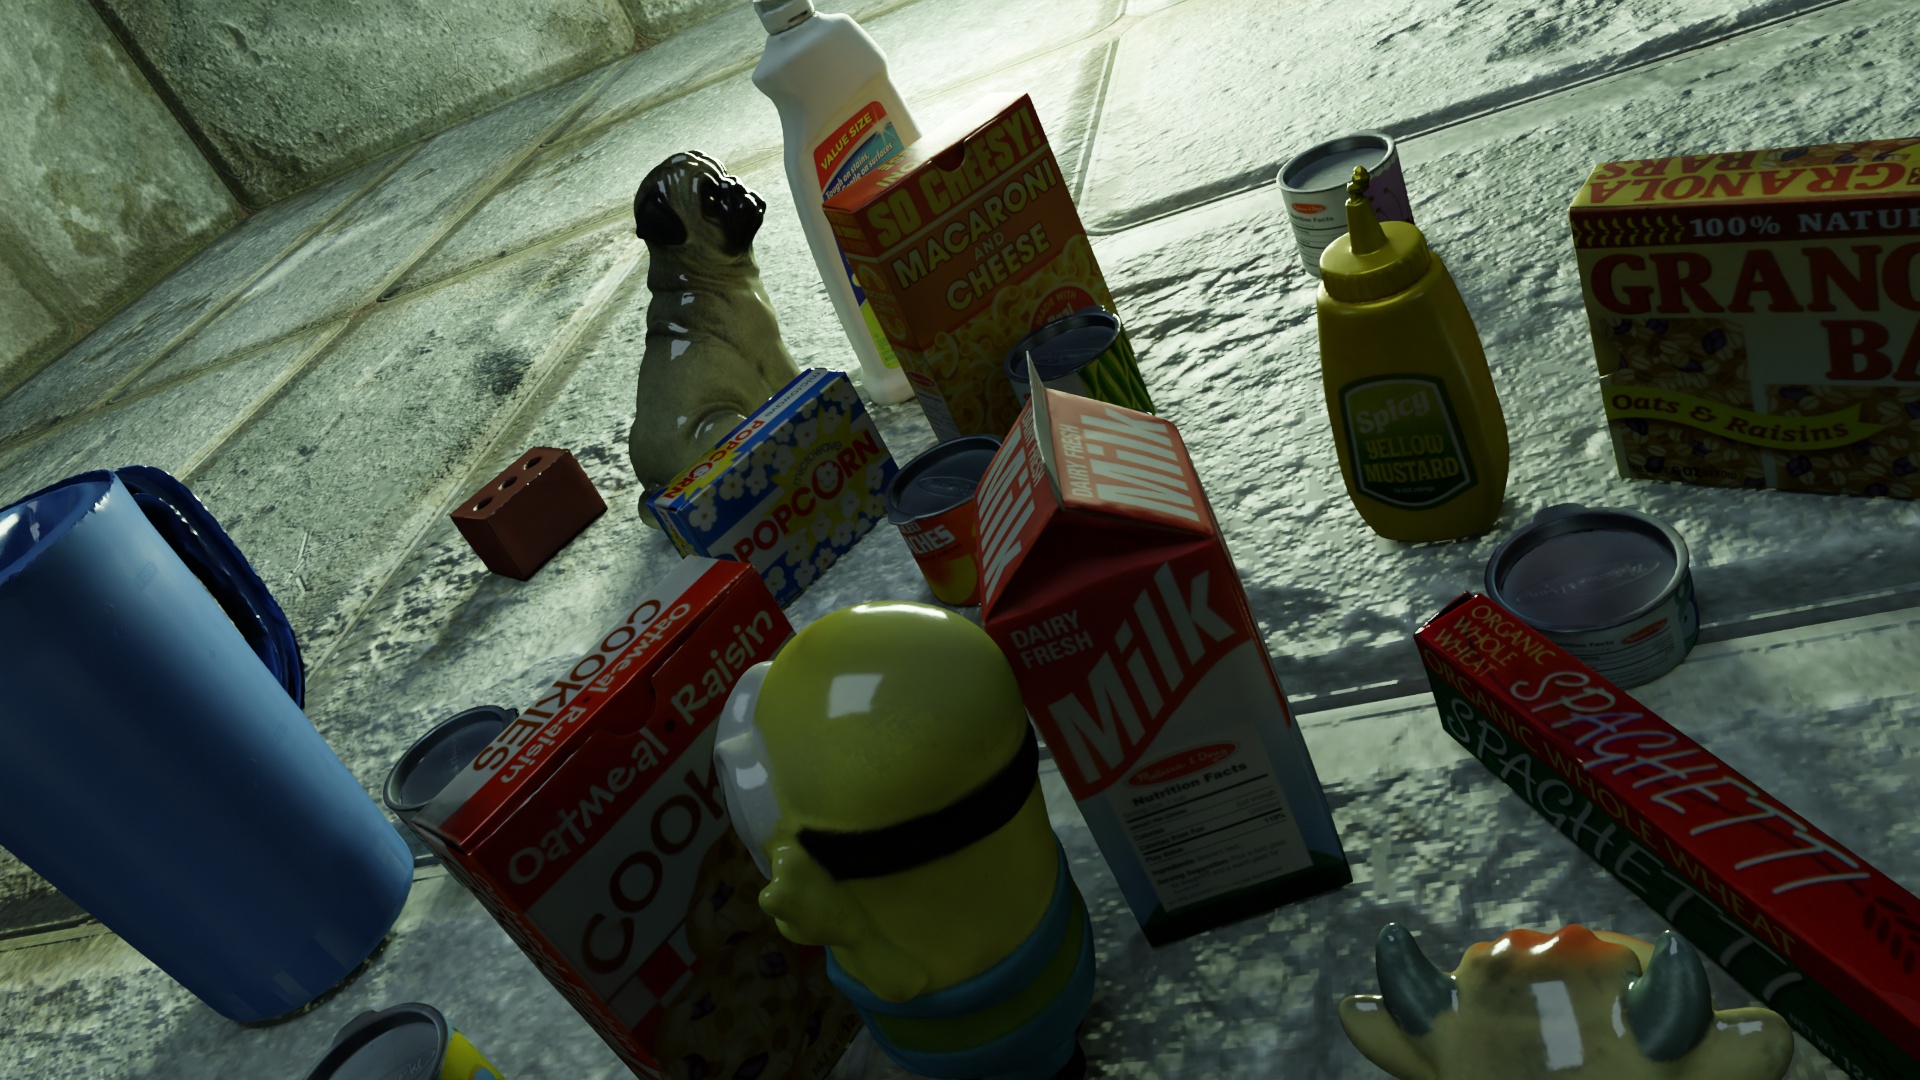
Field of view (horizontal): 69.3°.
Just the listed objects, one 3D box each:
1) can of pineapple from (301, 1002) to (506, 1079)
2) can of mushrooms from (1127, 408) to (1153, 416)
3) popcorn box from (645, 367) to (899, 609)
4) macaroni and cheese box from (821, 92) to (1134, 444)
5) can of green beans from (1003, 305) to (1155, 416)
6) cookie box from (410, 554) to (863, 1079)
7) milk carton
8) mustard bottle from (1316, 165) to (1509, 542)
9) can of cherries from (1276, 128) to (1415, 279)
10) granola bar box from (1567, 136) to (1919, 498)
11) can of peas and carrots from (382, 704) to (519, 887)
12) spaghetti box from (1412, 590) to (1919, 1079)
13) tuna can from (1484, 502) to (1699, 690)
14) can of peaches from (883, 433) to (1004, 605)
[{"bbox_3d":[-0.199,0.211,0.503,0.071,0.057,0.071,-20,31,13],"label":"can of pineapple"},{"bbox_3d":[0.071,-0.035,0.689,0.071,0.033,0.071,-20,31,13],"label":"can of mushrooms"},{"bbox_3d":[-0.095,-0.024,0.751,0.038,0.085,0.127,13,48,48],"label":"popcorn box"},{"bbox_3d":[0.015,-0.141,0.762,0.124,0.165,0.040,-39,32,-19],"label":"macaroni and cheese box"},{"bbox_3d":[0.064,-0.081,0.740,0.071,0.057,0.071,-20,31,13],"label":"can of green beans"},{"bbox_3d":[-0.079,0.107,0.461,0.040,0.166,0.123,6,44,43],"label":"cookie box"},{"bbox_3d":[0.058,0.034,0.442,0.073,0.189,0.073,-21,31,10],"label":"milk carton"},{"bbox_3d":[0.171,-0.072,0.544,0.065,0.159,0.049,-6,37,32],"label":"mustard bottle"},{"bbox_3d":[0.221,-0.190,0.784,0.071,0.058,0.072,-20,31,13],"label":"can of cherries"},{"bbox_3d":[0.307,-0.074,0.478,0.165,0.123,0.039,8,45,44],"label":"granola bar box"},{"bbox_3d":[-0.225,0.120,0.659,0.071,0.058,0.071,-20,31,13],"label":"can of peas and carrots"},{"bbox_3d":[0.211,0.091,0.376,0.029,0.050,0.251,-30,31,-5],"label":"spaghetti box"},{"bbox_3d":[0.223,0.019,0.492,0.071,0.032,0.071,-20,31,13],"label":"tuna can"},{"bbox_3d":[0.002,-0.009,0.679,0.071,0.058,0.071,-20,31,13],"label":"can of peaches"}]
